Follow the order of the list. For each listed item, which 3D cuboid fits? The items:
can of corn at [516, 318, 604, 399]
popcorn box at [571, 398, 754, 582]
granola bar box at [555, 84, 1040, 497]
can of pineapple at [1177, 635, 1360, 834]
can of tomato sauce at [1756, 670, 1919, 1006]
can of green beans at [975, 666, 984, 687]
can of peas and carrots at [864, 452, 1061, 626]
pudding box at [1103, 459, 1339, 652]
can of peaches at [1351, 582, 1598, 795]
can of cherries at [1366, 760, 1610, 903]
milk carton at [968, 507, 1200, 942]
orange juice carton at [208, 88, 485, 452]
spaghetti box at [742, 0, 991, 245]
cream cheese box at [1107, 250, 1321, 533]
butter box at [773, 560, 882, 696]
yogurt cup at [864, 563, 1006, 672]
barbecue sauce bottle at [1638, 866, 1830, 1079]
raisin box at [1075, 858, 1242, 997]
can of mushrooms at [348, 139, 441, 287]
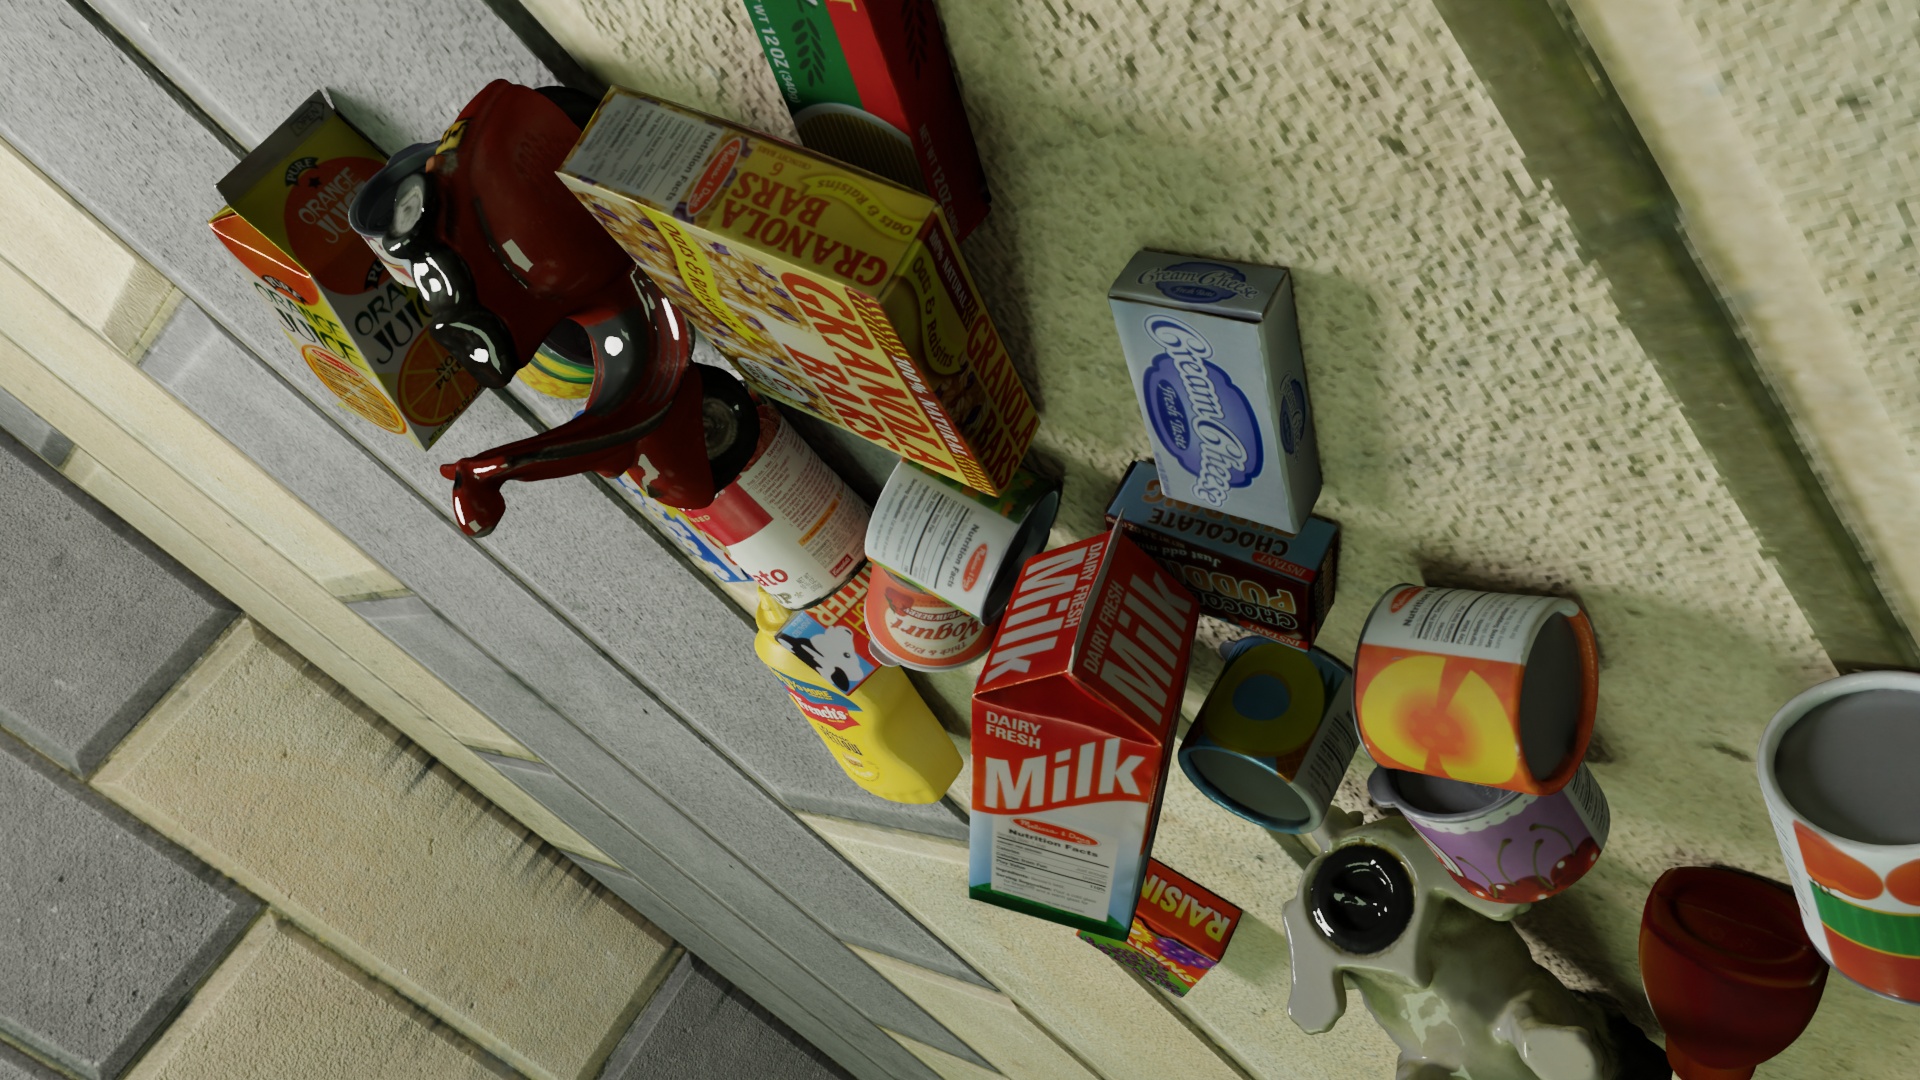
[{"bbox_3d":[-0.172,-0.101,0.617,0.071,0.071,0.058,41,154,-15],"label":"can of corn"},{"bbox_3d":[-0.137,-0.033,0.733,0.085,0.038,0.126,-5,134,52],"label":"popcorn box"},{"bbox_3d":[-0.047,-0.081,0.489,0.124,0.039,0.165,25,170,20],"label":"granola bar box"},{"bbox_3d":[0.132,0.082,0.591,0.071,0.058,0.070,27,154,15],"label":"can of pineapple"},{"bbox_3d":[0.284,0.088,0.414,0.071,0.071,0.083,5,141,45],"label":"can of tomato sauce"},{"bbox_3d":[0.050,0.059,0.648,0.071,0.058,0.071,27,154,15],"label":"can of green beans"},{"bbox_3d":[0.002,-0.007,0.583,0.059,0.071,0.070,28,154,13],"label":"can of peas and carrots"},{"bbox_3d":[0.099,0.006,0.529,0.084,0.030,0.049,21,153,25],"label":"pudding box"},{"bbox_3d":[0.176,0.052,0.474,0.058,0.071,0.071,4,141,45],"label":"can of peaches"},{"bbox_3d":[0.197,0.094,0.521,0.071,0.072,0.058,-1,139,50],"label":"can of cherries"},{"bbox_3d":[0.048,0.076,0.552,0.073,0.073,0.189,13,139,12],"label":"milk carton"},{"bbox_3d":[-0.315,-0.137,0.721,0.073,0.072,0.191,26,153,17],"label":"orange juice carton"},{"bbox_3d":[-0.046,-0.183,0.374,0.050,0.029,0.249,19,151,30],"label":"spaghetti box"},{"bbox_3d":[0.086,-0.047,0.459,0.053,0.024,0.103,17,149,32],"label":"cream cheese box"},{"bbox_3d":[-0.050,0.037,0.726,0.053,0.024,0.103,39,131,-9],"label":"butter box"},{"bbox_3d":[-0.011,0.019,0.646,0.072,0.073,0.053,26,145,17],"label":"yogurt cup"},{"bbox_3d":[0.316,0.189,0.577,0.065,0.044,0.148,16,150,33],"label":"barbecue sauce bottle"},{"bbox_3d":[0.128,0.254,0.917,0.086,0.040,0.122,29,154,12],"label":"raisin box"},{"bbox_3d":[-0.232,-0.147,0.616,0.071,0.071,0.033,17,151,32],"label":"can of mushrooms"}]
